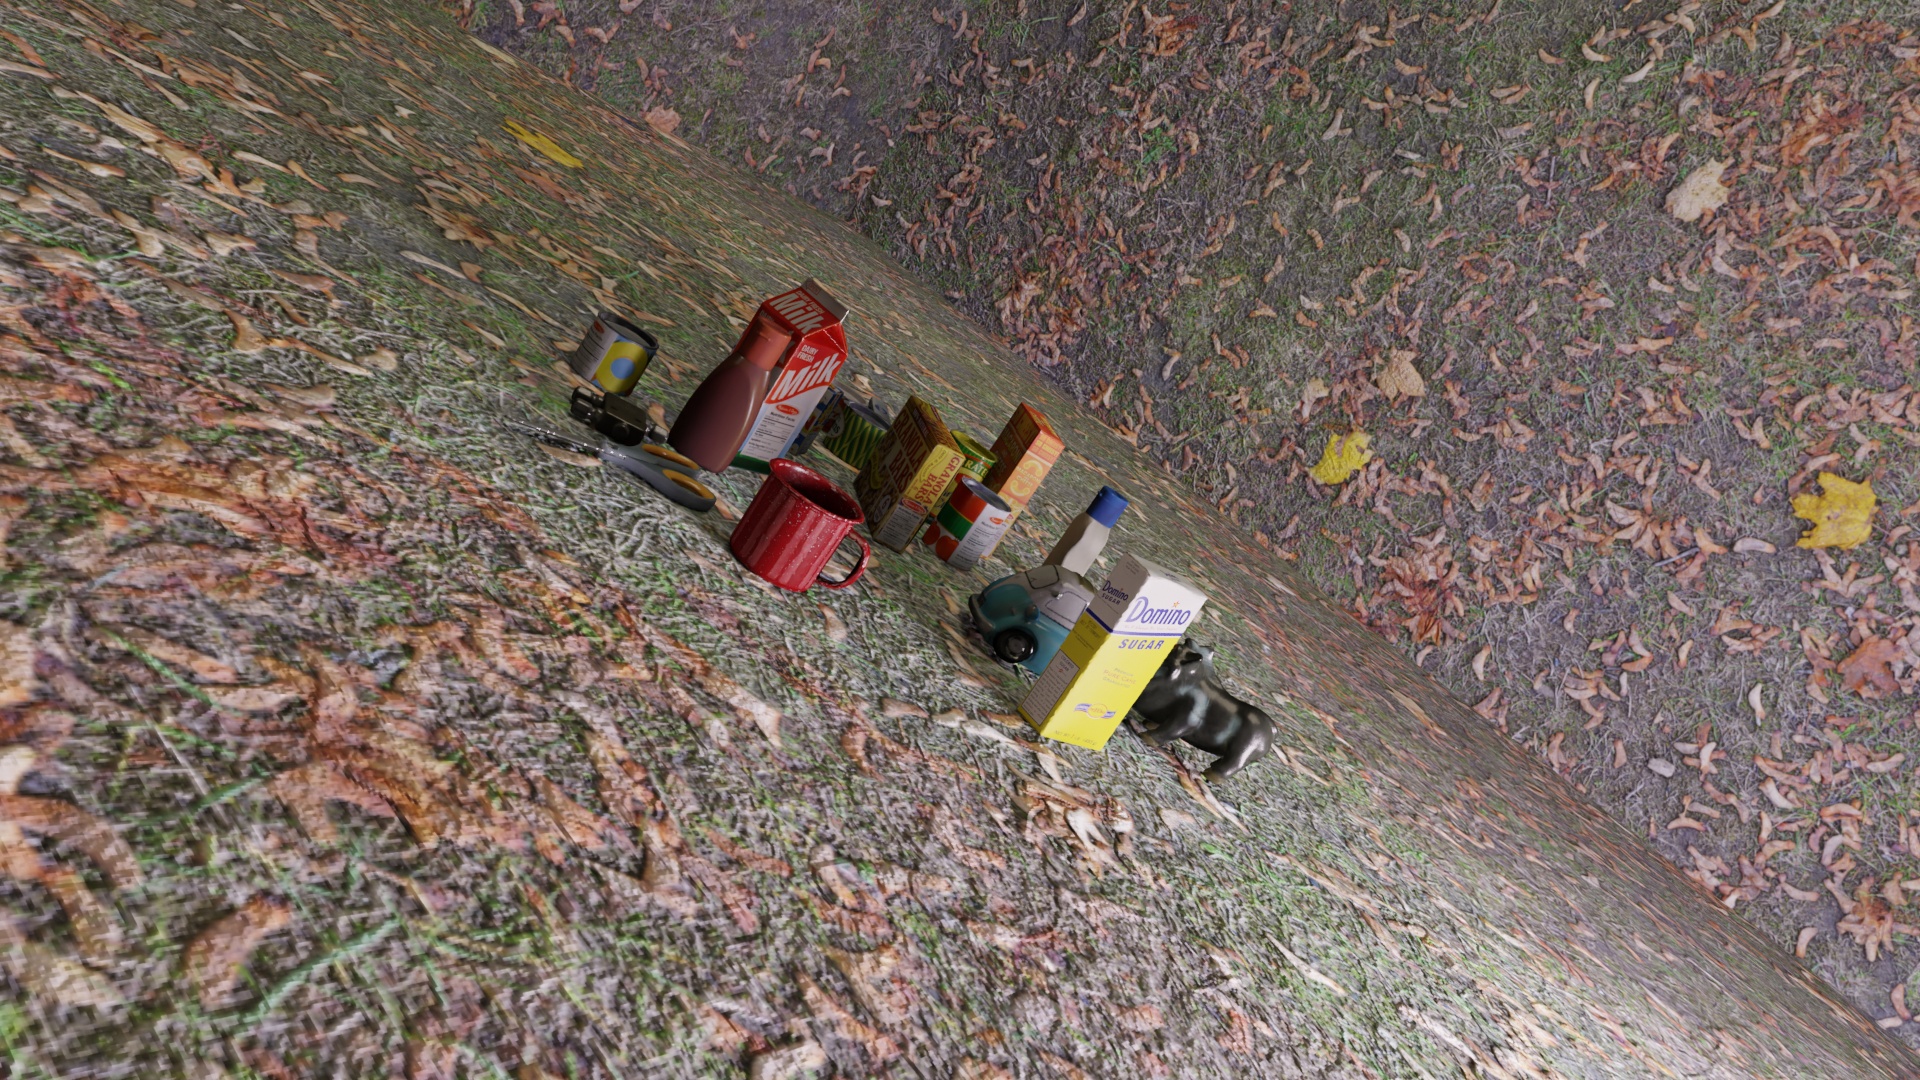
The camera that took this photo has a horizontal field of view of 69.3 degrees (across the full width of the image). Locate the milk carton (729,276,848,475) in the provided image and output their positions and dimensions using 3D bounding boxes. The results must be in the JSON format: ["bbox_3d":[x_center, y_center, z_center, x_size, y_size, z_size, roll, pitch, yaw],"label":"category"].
[{"bbox_3d":[-0.181,-0.165,1.378,0.072,0.190,0.073,42,15,30],"label":"milk carton"}]

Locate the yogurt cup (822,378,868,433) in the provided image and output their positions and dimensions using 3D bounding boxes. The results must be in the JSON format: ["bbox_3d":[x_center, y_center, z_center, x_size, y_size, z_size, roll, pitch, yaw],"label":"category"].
[{"bbox_3d":[-0.156,-0.165,1.723,0.072,0.054,0.072,32,14,-9],"label":"yogurt cup"}]

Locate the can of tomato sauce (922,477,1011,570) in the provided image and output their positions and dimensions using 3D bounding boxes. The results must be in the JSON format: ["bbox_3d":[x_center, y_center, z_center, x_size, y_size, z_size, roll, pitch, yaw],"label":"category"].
[{"bbox_3d":[0.006,-0.019,1.542,0.071,0.083,0.071,32,13,-9],"label":"can of tomato sauce"}]

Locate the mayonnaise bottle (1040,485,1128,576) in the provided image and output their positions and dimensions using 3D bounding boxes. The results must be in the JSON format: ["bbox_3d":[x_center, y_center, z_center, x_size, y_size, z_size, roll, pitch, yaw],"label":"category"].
[{"bbox_3d":[0.143,0.005,1.640,0.041,0.147,0.065,30,14,-20],"label":"mayonnaise bottle"}]

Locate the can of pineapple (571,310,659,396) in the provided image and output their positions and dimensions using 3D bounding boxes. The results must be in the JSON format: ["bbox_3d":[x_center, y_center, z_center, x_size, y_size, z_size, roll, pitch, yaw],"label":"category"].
[{"bbox_3d":[-0.335,-0.181,1.354,0.071,0.057,0.071,32,14,-9],"label":"can of pineapple"}]

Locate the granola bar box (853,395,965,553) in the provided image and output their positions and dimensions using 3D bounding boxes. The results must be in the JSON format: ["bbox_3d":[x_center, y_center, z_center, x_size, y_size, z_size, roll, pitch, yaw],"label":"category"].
[{"bbox_3d":[-0.057,-0.074,1.494,0.039,0.124,0.166,29,14,-22],"label":"granola bar box"}]

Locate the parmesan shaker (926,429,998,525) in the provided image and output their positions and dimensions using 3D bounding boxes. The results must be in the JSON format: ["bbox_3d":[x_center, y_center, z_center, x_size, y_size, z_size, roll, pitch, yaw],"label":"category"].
[{"bbox_3d":[-0.010,-0.069,1.633,0.071,0.103,0.071,32,13,-9],"label":"parmesan shaker"}]

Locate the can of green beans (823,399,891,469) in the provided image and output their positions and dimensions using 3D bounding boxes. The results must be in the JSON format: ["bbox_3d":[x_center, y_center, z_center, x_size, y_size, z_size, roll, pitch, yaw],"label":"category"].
[{"bbox_3d":[-0.122,-0.125,1.659,0.071,0.057,0.071,32,14,-9],"label":"can of green beans"}]

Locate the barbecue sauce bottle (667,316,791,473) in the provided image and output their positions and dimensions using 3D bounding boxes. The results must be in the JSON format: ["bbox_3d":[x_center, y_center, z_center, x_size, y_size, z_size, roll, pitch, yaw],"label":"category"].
[{"bbox_3d":[-0.213,-0.139,1.304,0.065,0.148,0.044,35,13,1],"label":"barbecue sauce bottle"}]

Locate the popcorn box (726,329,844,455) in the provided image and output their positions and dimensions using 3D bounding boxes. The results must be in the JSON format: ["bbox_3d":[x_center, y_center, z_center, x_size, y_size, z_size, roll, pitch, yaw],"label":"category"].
[{"bbox_3d":[-0.206,-0.165,1.541,0.127,0.085,0.038,36,13,5],"label":"popcorn box"}]

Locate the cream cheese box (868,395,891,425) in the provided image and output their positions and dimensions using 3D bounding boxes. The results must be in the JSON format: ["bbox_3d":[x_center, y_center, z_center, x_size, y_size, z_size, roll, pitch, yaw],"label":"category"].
[{"bbox_3d":[-0.113,-0.143,1.751,0.024,0.053,0.104,31,14,-16],"label":"cream cheese box"}]

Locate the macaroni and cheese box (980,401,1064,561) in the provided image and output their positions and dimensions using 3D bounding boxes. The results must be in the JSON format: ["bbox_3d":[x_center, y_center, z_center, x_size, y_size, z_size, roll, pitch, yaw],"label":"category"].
[{"bbox_3d":[0.053,-0.072,1.656,0.040,0.166,0.124,30,14,-18],"label":"macaroni and cheese box"}]
